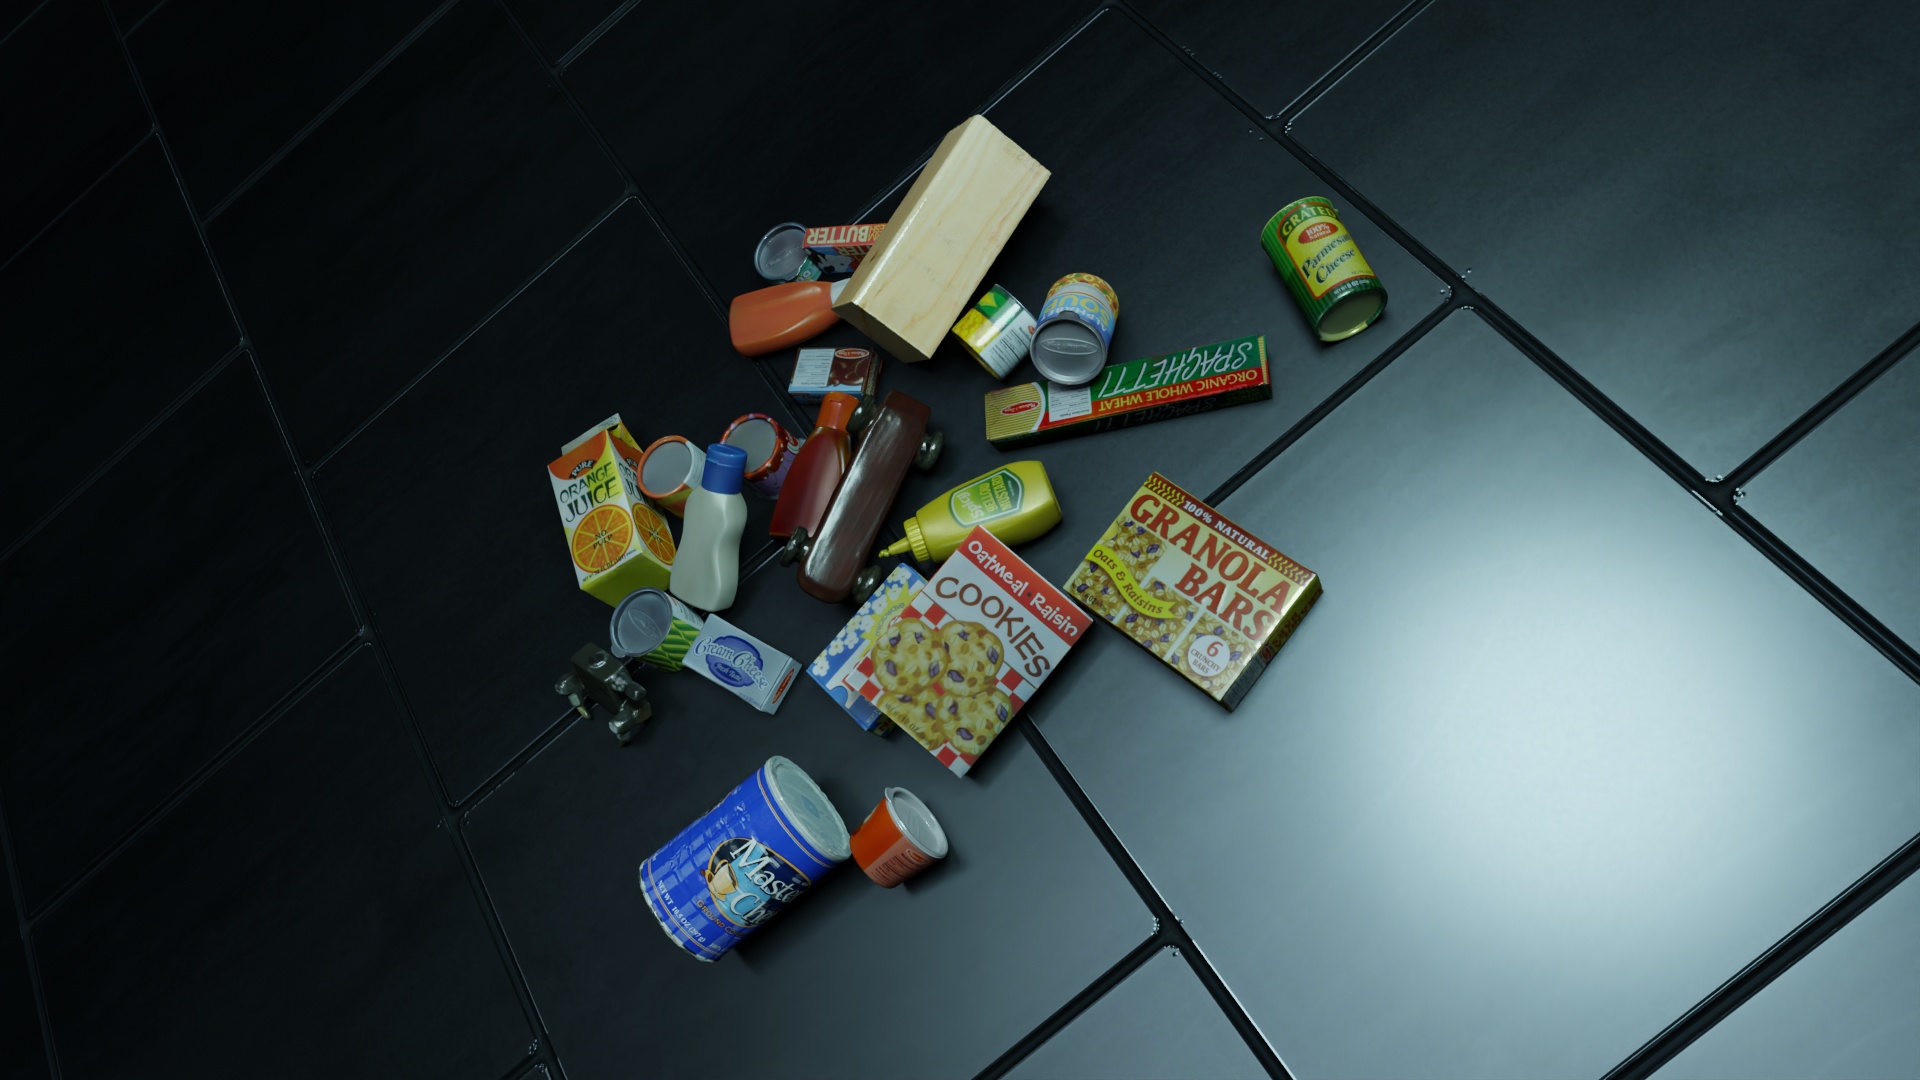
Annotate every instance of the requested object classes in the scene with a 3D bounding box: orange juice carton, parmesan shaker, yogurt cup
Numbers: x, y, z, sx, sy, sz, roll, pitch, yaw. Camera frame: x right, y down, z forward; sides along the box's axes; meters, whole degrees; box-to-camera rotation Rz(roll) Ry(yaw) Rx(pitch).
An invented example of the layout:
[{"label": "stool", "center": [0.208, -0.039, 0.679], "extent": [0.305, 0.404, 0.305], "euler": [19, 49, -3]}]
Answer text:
[{"label": "orange juice carton", "center": [-0.338, -0.034, 1.342], "extent": [0.072, 0.073, 0.193], "euler": [-30, 60, 10]}, {"label": "parmesan shaker", "center": [0.303, -0.225, 1.148], "extent": [0.071, 0.071, 0.103], "euler": [-28, 61, 11]}, {"label": "yogurt cup", "center": [-0.051, 0.240, 1.107], "extent": [0.054, 0.072, 0.072], "euler": [-42, 58, 12]}]

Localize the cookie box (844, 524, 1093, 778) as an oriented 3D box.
[{"label": "cookie box", "center": [0.008, 0.088, 1.129], "extent": [0.123, 0.040, 0.167], "euler": [40, 88, 2]}]

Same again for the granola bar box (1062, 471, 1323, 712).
[{"label": "granola bar box", "center": [0.182, 0.038, 1.104], "extent": [0.166, 0.039, 0.124], "euler": [36, 85, 31]}]

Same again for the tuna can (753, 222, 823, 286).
[{"label": "tuna can", "center": [-0.171, -0.282, 1.398], "extent": [0.071, 0.032, 0.071], "euler": [-9, 65, 20]}]

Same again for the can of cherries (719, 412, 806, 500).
[{"label": "can of cherries", "center": [-0.183, -0.081, 1.302], "extent": [0.071, 0.058, 0.072], "euler": [-9, 66, 21]}]

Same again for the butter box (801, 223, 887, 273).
[{"label": "butter box", "center": [-0.097, -0.285, 1.355], "extent": [0.103, 0.053, 0.024], "euler": [2, 72, 25]}]

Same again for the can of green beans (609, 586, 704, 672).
[{"label": "can of green beans", "center": [-0.277, 0.083, 1.274], "extent": [0.071, 0.057, 0.071], "euler": [-9, 66, 20]}]

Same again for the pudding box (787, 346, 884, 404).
[{"label": "pudding box", "center": [-0.119, -0.156, 1.323], "extent": [0.083, 0.030, 0.050], "euler": [2, 69, 24]}]

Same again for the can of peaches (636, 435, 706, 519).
[{"label": "can of peaches", "center": [-0.269, -0.059, 1.331], "extent": [0.071, 0.058, 0.071], "euler": [-9, 66, 20]}]

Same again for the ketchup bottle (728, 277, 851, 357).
[{"label": "ketchup bottle", "center": [-0.153, -0.225, 1.360], "extent": [0.148, 0.043, 0.065], "euler": [-12, 65, 19]}]

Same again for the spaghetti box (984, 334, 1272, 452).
[{"label": "spaghetti box", "center": [0.142, -0.125, 1.197], "extent": [0.250, 0.028, 0.050], "euler": [-10, 65, 20]}]

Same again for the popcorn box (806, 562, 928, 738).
[{"label": "popcorn box", "center": [-0.058, 0.093, 1.186], "extent": [0.085, 0.038, 0.127], "euler": [40, 88, 30]}]

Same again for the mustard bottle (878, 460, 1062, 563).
[{"label": "mustard bottle", "center": [0.004, -0.015, 1.186], "extent": [0.160, 0.048, 0.065], "euler": [-22, 55, 3]}]

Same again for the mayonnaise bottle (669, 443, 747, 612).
[{"label": "mayonnaise bottle", "center": [-0.224, -0.013, 1.265], "extent": [0.065, 0.041, 0.147], "euler": [23, 108, 29]}]

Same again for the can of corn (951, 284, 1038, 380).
[{"label": "can of corn", "center": [0.033, -0.188, 1.250], "extent": [0.058, 0.071, 0.071], "euler": [-45, 59, 1]}]

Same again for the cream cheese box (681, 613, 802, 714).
[{"label": "cream cheese box", "center": [-0.197, 0.110, 1.247], "extent": [0.104, 0.024, 0.053], "euler": [25, 80, 30]}]

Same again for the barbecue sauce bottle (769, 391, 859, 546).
[{"label": "barbecue sauce bottle", "center": [-0.127, -0.064, 1.279], "extent": [0.065, 0.043, 0.149], "euler": [10, 72, 13]}]

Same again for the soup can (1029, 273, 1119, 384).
[{"label": "soup can", "center": [0.100, -0.186, 1.199], "extent": [0.071, 0.071, 0.084], "euler": [-7, 35, 21]}]
